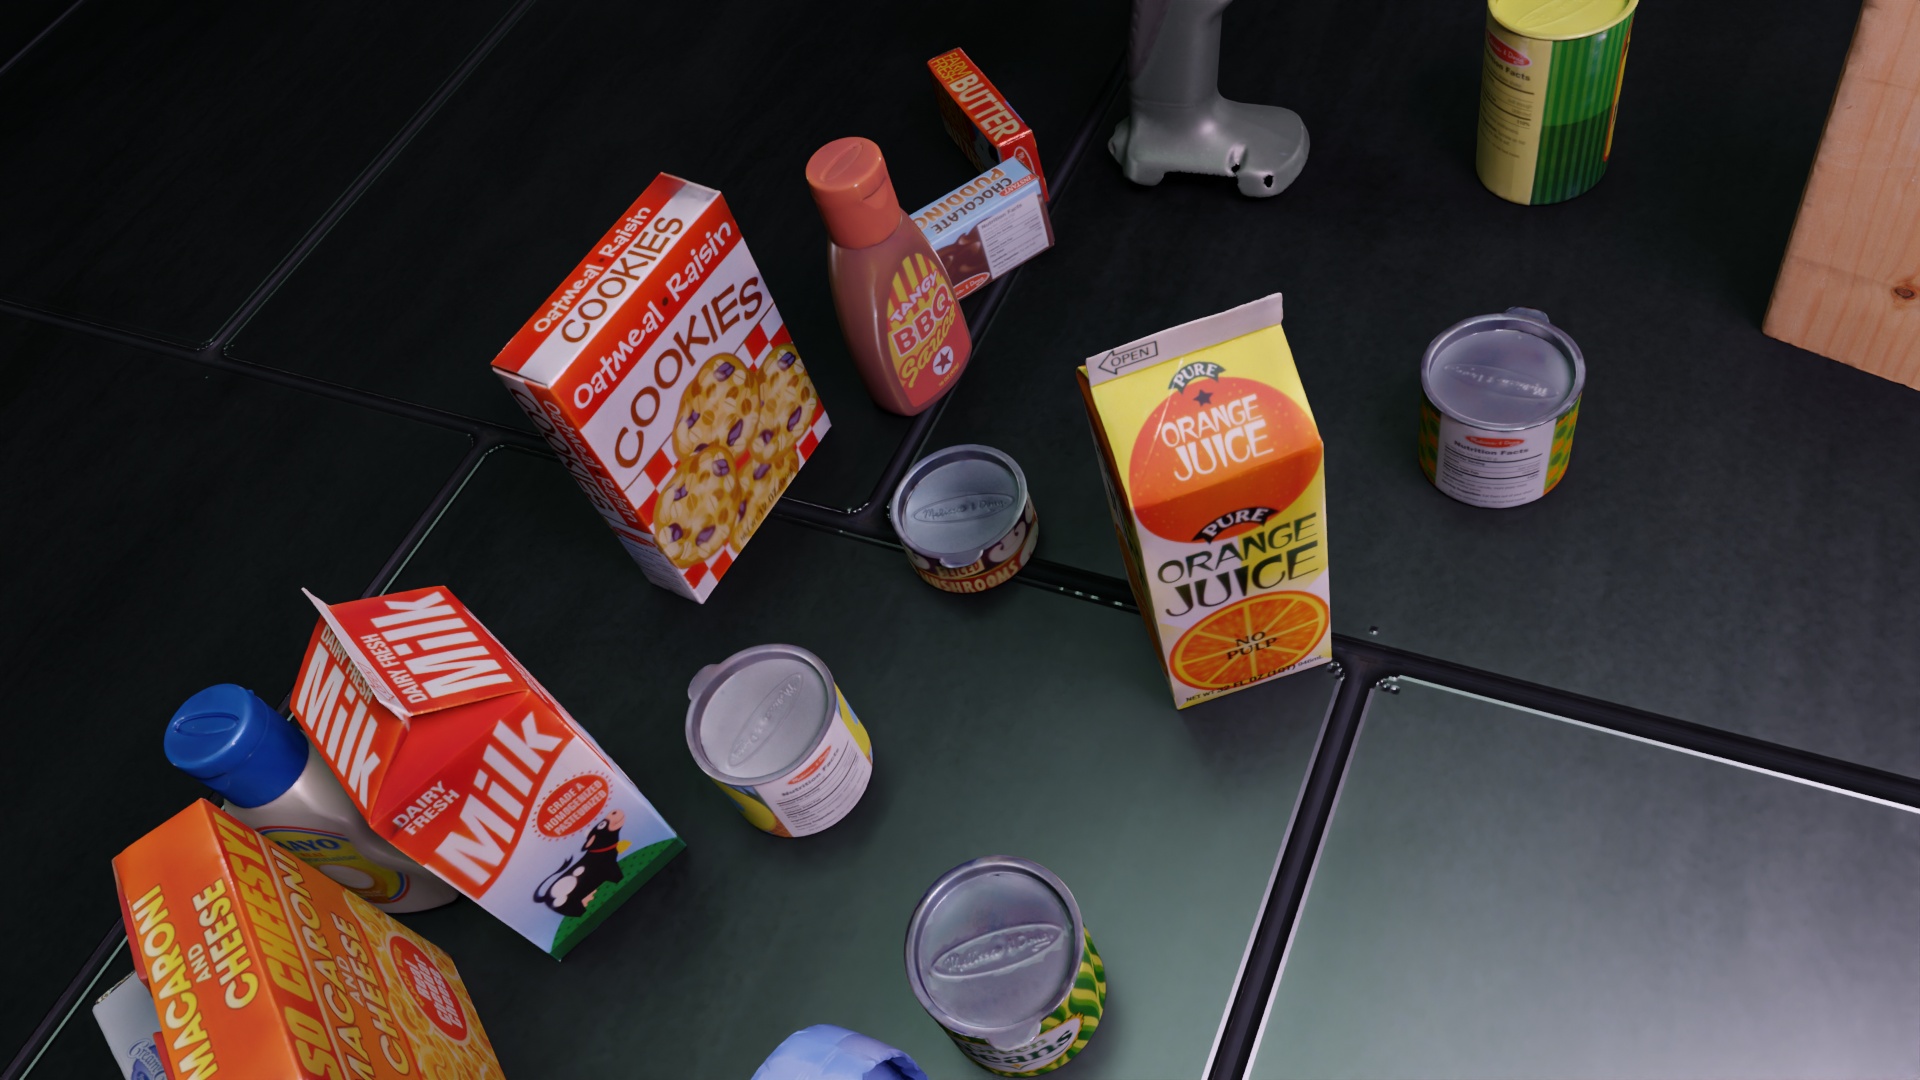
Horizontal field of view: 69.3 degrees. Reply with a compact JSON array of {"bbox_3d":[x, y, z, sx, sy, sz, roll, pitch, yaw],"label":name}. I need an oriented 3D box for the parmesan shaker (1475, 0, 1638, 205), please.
[{"bbox_3d":[0.294,-0.230,0.694,0.071,0.102,0.071,-8,53,11],"label":"parmesan shaker"}]

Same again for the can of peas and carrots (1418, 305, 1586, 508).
[{"bbox_3d":[0.238,-0.059,0.614,0.071,0.058,0.071,-8,53,11],"label":"can of peas and carrots"}]

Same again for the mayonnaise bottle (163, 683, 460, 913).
[{"bbox_3d":[-0.266,0.111,0.578,0.065,0.147,0.041,-5,54,13],"label":"mayonnaise bottle"}]

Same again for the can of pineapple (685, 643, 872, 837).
[{"bbox_3d":[-0.078,0.086,0.599,0.071,0.057,0.071,-8,53,11],"label":"can of pineapple"}]

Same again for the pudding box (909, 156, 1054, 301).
[{"bbox_3d":[0.007,-0.168,0.764,0.084,0.049,0.030,-32,53,-8],"label":"pudding box"}]

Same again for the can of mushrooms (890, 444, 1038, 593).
[{"bbox_3d":[0.002,-0.008,0.660,0.071,0.033,0.071,-8,53,11],"label":"can of mushrooms"}]

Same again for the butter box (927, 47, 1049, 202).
[{"bbox_3d":[0.015,-0.240,0.813,0.024,0.053,0.104,-27,52,-4],"label":"butter box"}]

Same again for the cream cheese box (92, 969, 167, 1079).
[{"bbox_3d":[-0.310,0.224,0.568,0.024,0.053,0.104,-44,55,-16],"label":"cream cheese box"}]

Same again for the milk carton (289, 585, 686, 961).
[{"bbox_3d":[-0.189,0.087,0.546,0.073,0.189,0.072,-42,55,-15],"label":"milk carton"}]

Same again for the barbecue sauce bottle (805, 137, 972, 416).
[{"bbox_3d":[-0.037,-0.130,0.687,0.044,0.148,0.065,27,66,30],"label":"barbecue sauce bottle"}]

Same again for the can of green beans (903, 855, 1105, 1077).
[{"bbox_3d":[0.018,0.160,0.518,0.071,0.057,0.071,-8,53,11],"label":"can of green beans"}]

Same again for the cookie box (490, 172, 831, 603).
[{"bbox_3d":[-0.133,-0.068,0.657,0.040,0.166,0.123,19,63,27],"label":"cookie box"}]

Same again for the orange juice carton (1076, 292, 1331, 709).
[{"bbox_3d":[0.096,-0.018,0.540,0.072,0.191,0.073,-18,52,3],"label":"orange juice carton"}]

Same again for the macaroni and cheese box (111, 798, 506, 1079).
[{"bbox_3d":[-0.223,0.181,0.503,0.040,0.165,0.124,-36,54,-11],"label":"macaroni and cheese box"}]
